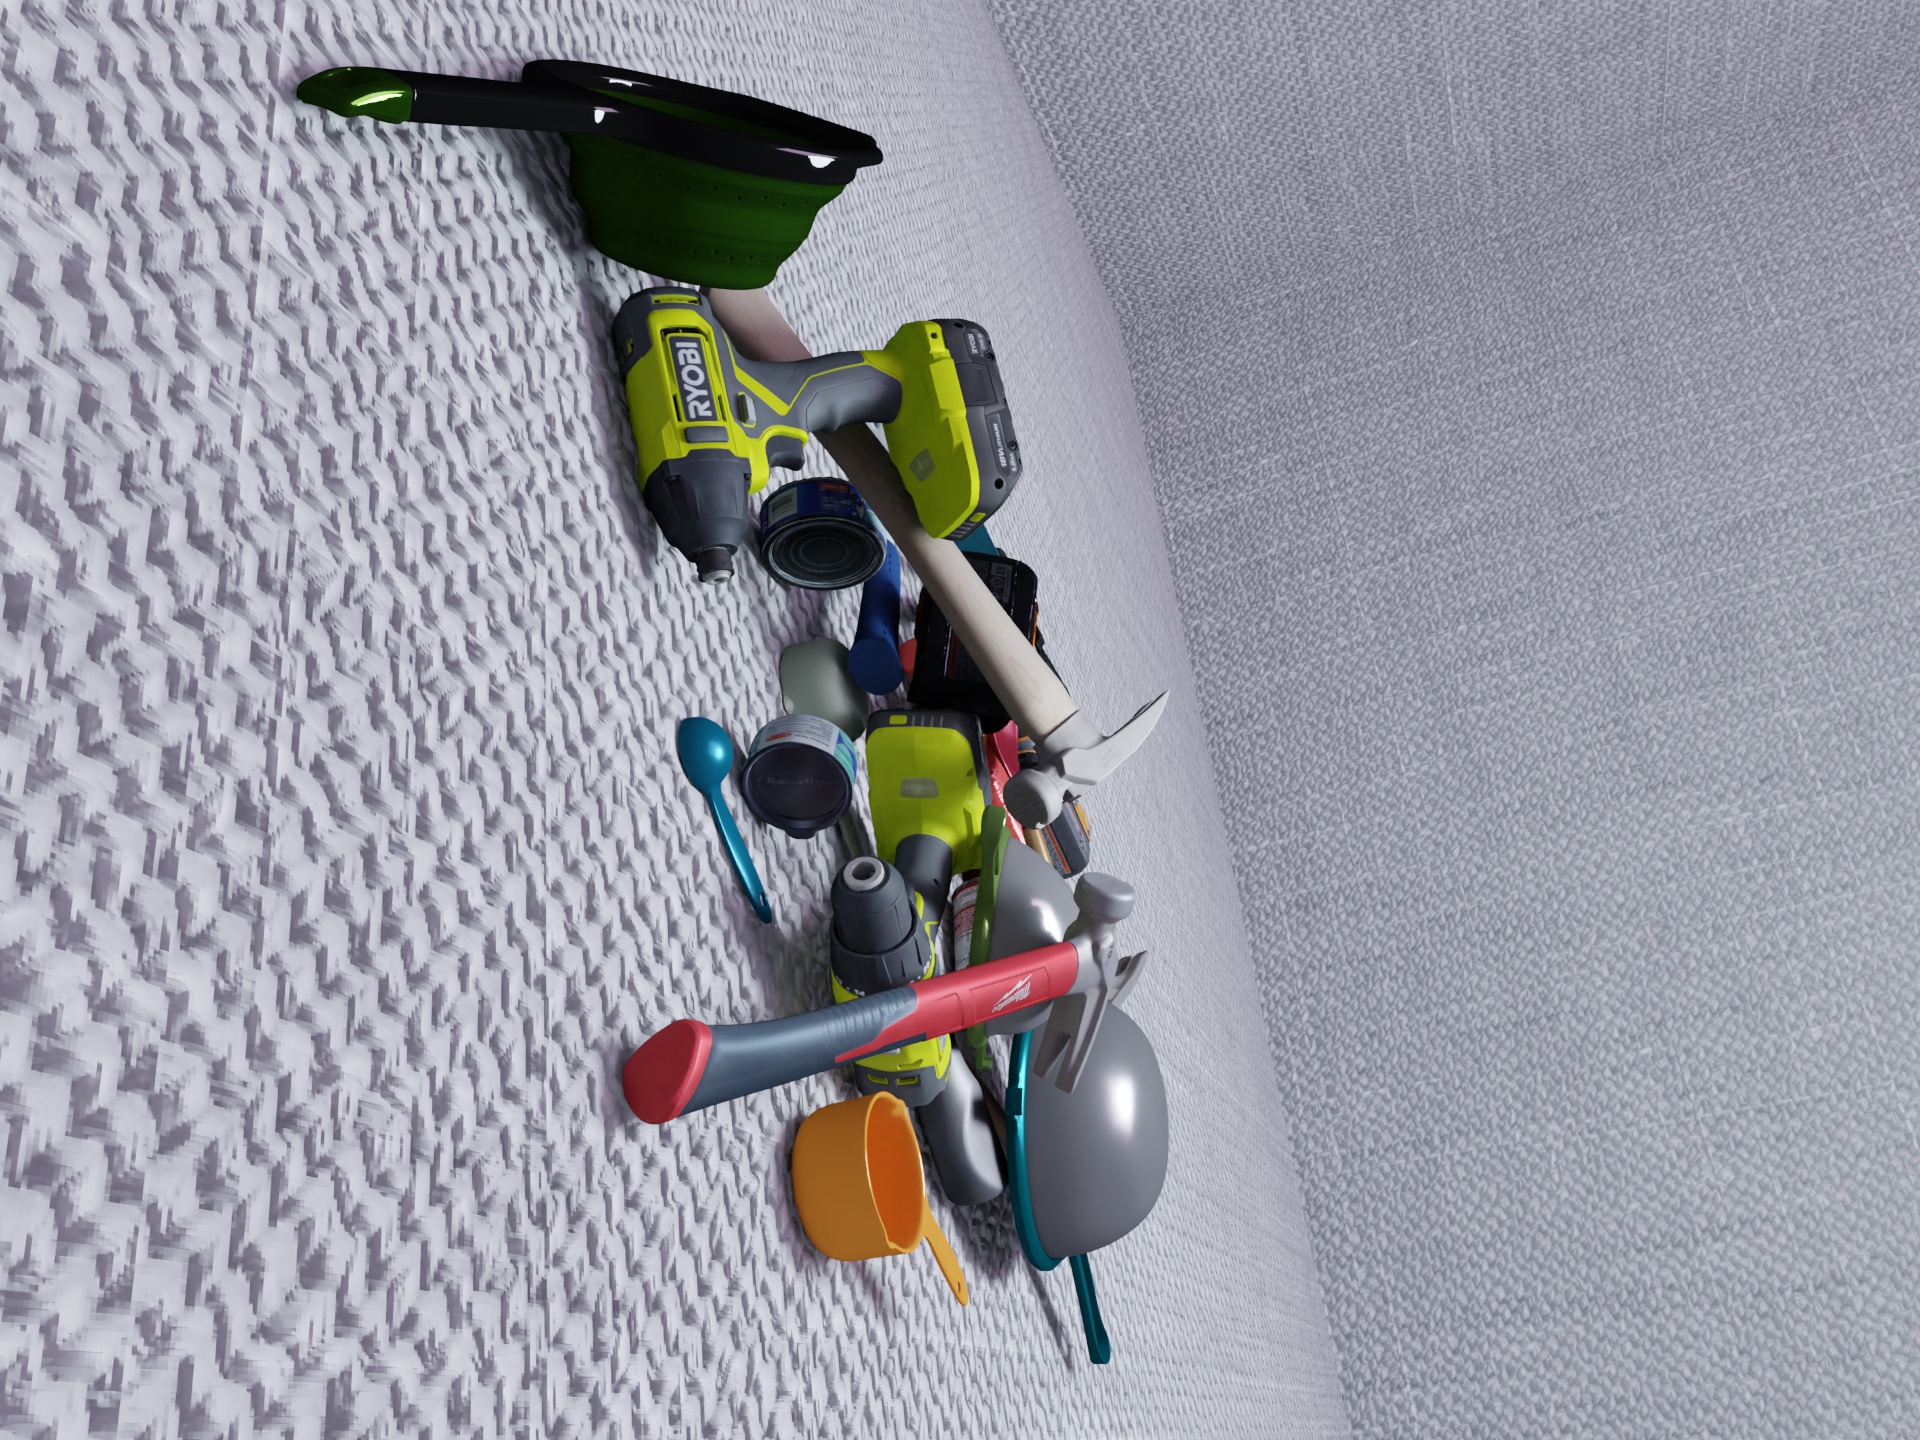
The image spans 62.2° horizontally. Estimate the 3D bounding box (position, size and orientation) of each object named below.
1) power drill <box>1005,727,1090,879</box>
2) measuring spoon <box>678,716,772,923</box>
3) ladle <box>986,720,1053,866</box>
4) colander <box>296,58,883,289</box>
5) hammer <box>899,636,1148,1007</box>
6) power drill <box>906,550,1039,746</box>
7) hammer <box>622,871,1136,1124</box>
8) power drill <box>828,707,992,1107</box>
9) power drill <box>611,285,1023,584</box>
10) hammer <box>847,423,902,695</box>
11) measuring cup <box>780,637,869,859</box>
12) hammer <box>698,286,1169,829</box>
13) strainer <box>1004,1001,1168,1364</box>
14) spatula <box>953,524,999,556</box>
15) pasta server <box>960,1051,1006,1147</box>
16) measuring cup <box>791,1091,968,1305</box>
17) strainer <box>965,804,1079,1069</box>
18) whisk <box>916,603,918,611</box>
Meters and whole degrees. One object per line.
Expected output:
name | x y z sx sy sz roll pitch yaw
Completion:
power drill | 0.058 0.025 1.492 0.226 0.084 0.185 -88 156 -58
measuring spoon | -0.124 0.056 0.894 0.042 0.021 0.128 -63 134 -69
ladle | 0.066 0.111 1.286 0.069 0.031 0.315 7 65 -70
colander | -0.190 -0.286 0.848 0.397 0.204 0.094 -32 142 -59
hammer | 0.049 0.086 1.344 0.359 0.037 0.149 63 33 -7
power drill | -0.002 -0.004 1.157 0.226 0.084 0.164 106 -8 -64
hammer | -0.030 0.174 0.867 0.386 0.038 0.143 -4 113 -53
power drill | -0.034 0.098 0.991 0.229 0.080 0.190 -80 167 -47
power drill | -0.083 -0.167 0.944 0.080 0.223 0.171 -35 -115 58
hammer | -0.060 -0.138 1.219 0.406 0.035 0.144 -91 160 -61
measuring cup | -0.075 0.024 1.070 0.083 0.038 0.167 -24 97 -75
hammer | -0.026 -0.131 1.029 0.146 0.038 0.410 -37 90 -37
strainer | 0.114 0.351 1.187 0.211 0.095 0.340 -62 144 -61
spatula | 0.002 -0.141 1.391 0.082 0.044 0.317 62 1 3
pasta server | 0.035 0.304 1.208 0.315 0.040 0.060 60 38 -42
measuring cup | -0.045 0.286 0.907 0.095 0.052 0.173 -85 158 -52
strainer | 0.045 0.121 1.025 0.256 0.069 0.152 88 11 -60
whisk | -0.012 -0.097 1.295 0.239 0.055 0.055 -175 -111 -82
